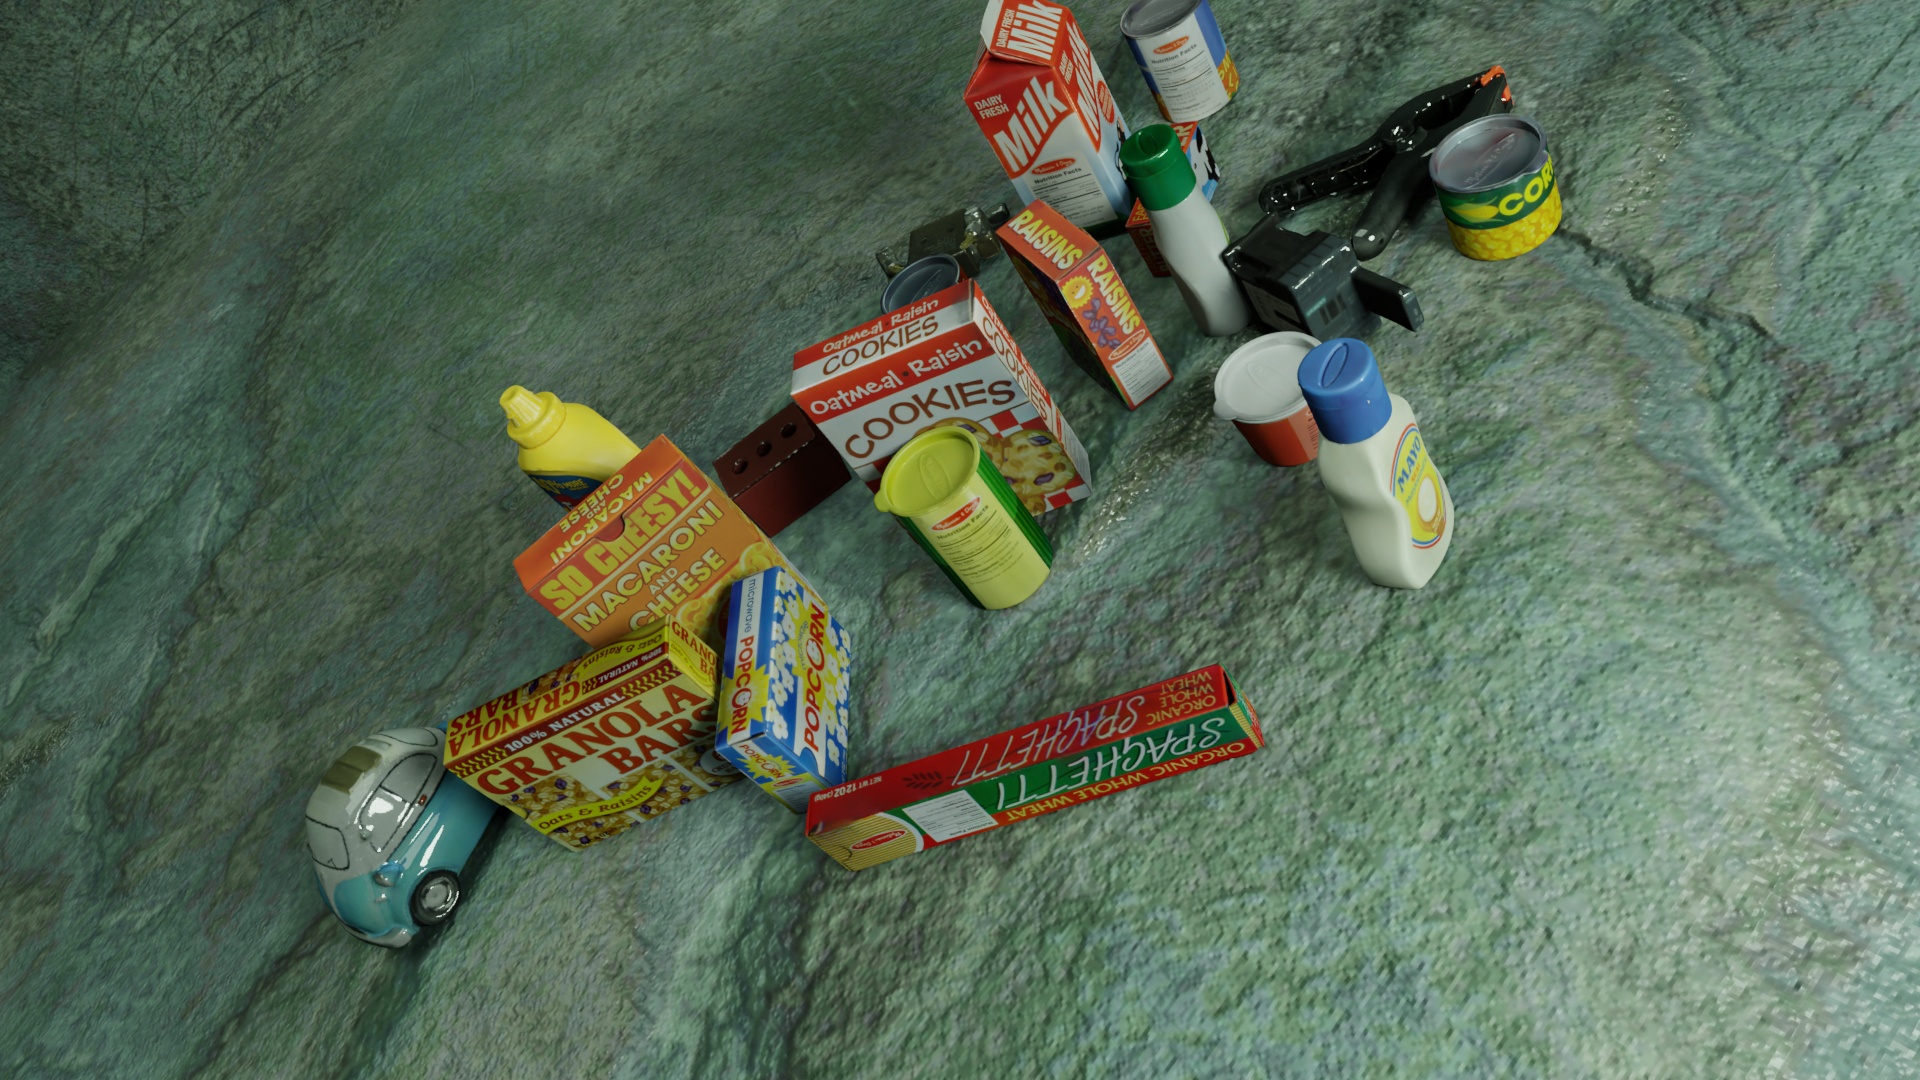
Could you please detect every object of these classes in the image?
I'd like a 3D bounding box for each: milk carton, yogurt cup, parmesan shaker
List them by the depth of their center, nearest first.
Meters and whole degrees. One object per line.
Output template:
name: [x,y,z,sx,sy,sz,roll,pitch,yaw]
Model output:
yogurt cup: [0.189,-0.080,0.813,0.072,0.053,0.073,-19,46,21]
parmesan shaker: [0.003,-0.011,0.844,0.071,0.102,0.072,-19,46,21]
milk carton: [0.063,-0.306,0.993,0.073,0.190,0.073,-10,50,28]

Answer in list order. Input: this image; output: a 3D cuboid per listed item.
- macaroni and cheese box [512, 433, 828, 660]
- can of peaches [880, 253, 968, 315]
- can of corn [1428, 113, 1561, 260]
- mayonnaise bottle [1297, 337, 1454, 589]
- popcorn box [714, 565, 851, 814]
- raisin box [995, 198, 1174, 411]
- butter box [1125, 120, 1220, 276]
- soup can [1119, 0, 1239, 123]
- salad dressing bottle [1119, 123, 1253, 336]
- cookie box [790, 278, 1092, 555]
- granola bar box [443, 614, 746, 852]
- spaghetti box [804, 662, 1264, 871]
macaroni and cheese box: [-0.179,0.030,0.886,0.124,0.166,0.040,-42,42,-3]
can of peaches: [-0.015,-0.167,1.025,0.071,0.058,0.071,-19,46,21]
can of corn: [0.323,-0.210,0.831,0.071,0.058,0.071,-19,46,21]
mayonnaise bottle: [0.208,-0.039,0.695,0.041,0.147,0.065,9,60,39]
popcorn box: [-0.105,0.090,0.844,0.038,0.085,0.127,-20,45,19]
raisin box: [0.081,-0.152,0.897,0.040,0.123,0.086,-38,42,1]
butter box: [0.151,-0.241,0.978,0.024,0.053,0.104,3,56,36]
soup can: [0.168,-0.373,1.059,0.071,0.083,0.072,-19,46,21]
salad dressing bottle: [0.144,-0.193,0.872,0.044,0.147,0.064,-28,43,12]
cookie box: [-0.009,-0.071,0.856,0.123,0.167,0.040,-20,46,20]
granola bar box: [-0.211,0.124,0.858,0.165,0.124,0.039,-26,44,14]
spaghetti box: [0.036,0.125,0.743,0.250,0.050,0.029,-21,45,19]
